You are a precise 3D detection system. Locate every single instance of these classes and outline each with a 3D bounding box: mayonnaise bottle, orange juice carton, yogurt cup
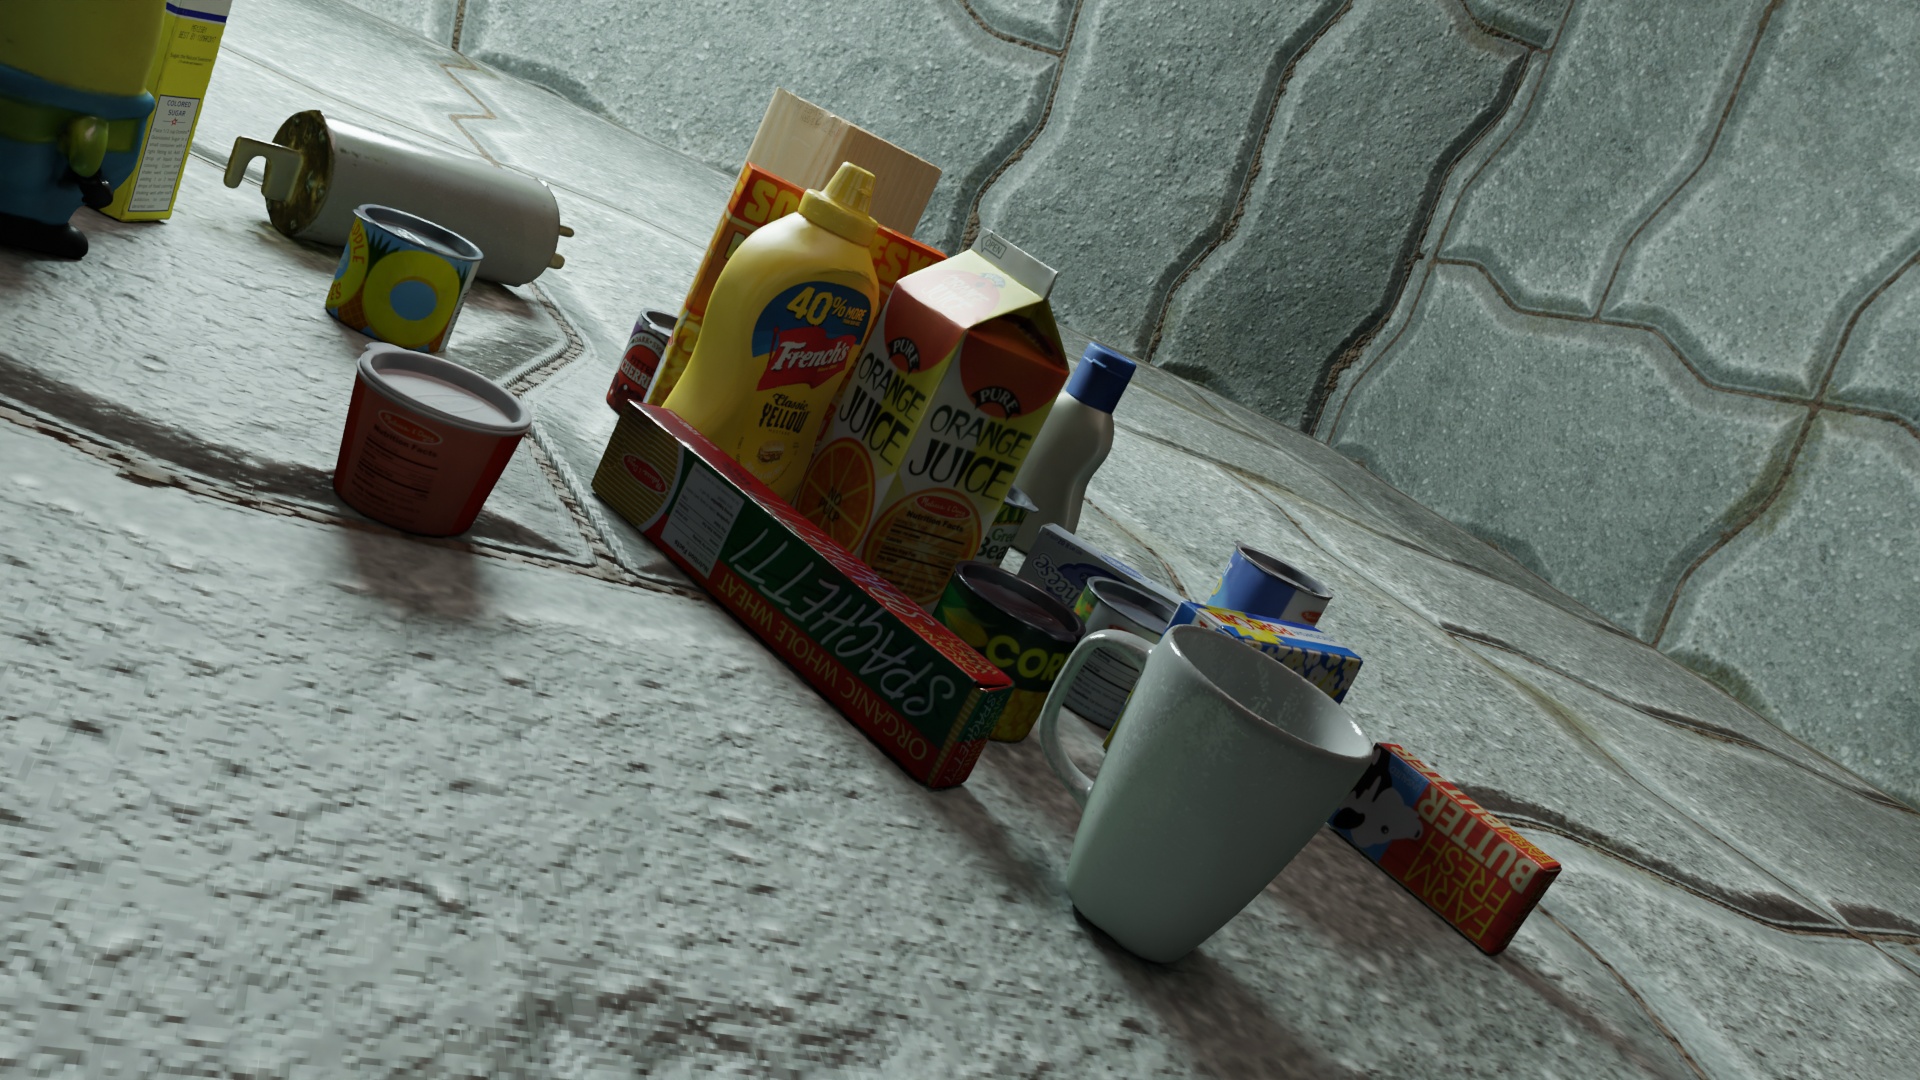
[{"bbox_3d":[0.072,-0.062,0.954,0.065,0.147,0.041,31,14,19],"label":"mayonnaise bottle"},{"bbox_3d":[-0.012,-0.061,0.707,0.073,0.192,0.072,16,17,-39],"label":"orange juice carton"},{"bbox_3d":[-0.211,-0.037,0.549,0.072,0.053,0.072,25,14,-7],"label":"yogurt cup"}]

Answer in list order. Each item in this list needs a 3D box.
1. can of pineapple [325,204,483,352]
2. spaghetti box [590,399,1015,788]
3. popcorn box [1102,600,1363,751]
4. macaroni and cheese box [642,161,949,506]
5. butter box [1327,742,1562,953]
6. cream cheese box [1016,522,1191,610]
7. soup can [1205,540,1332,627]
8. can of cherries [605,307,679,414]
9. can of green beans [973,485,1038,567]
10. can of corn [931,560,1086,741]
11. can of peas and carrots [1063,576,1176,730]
[{"bbox_3d":[-0.303,-0.142,0.751,0.071,0.057,0.071,25,14,-7],"label":"can of pineapple"},{"bbox_3d":[-0.078,0.016,0.607,0.250,0.050,0.029,36,16,33],"label":"spaghetti box"},{"bbox_3d":[0.138,0.081,0.692,0.127,0.085,0.038,12,20,-46],"label":"popcorn box"},{"bbox_3d":[-0.097,-0.110,0.785,0.124,0.166,0.040,22,14,-20],"label":"macaroni and cheese box"},{"bbox_3d":[0.237,0.150,0.687,0.024,0.053,0.104,13,20,-45],"label":"butter box"},{"bbox_3d":[0.082,0.038,0.809,0.104,0.053,0.024,30,14,14],"label":"cream cheese box"},{"bbox_3d":[0.181,0.053,0.871,0.071,0.083,0.071,25,14,-7],"label":"soup can"},{"bbox_3d":[-0.172,-0.099,0.829,0.071,0.058,0.072,25,14,-7],"label":"can of cherries"},{"bbox_3d":[0.001,-0.012,0.831,0.071,0.057,0.071,25,14,-7],"label":"can of green beans"},{"bbox_3d":[0.016,0.051,0.632,0.071,0.058,0.071,25,14,-7],"label":"can of corn"},{"bbox_3d":[0.084,0.060,0.724,0.071,0.058,0.071,25,14,-7],"label":"can of peas and carrots"}]
